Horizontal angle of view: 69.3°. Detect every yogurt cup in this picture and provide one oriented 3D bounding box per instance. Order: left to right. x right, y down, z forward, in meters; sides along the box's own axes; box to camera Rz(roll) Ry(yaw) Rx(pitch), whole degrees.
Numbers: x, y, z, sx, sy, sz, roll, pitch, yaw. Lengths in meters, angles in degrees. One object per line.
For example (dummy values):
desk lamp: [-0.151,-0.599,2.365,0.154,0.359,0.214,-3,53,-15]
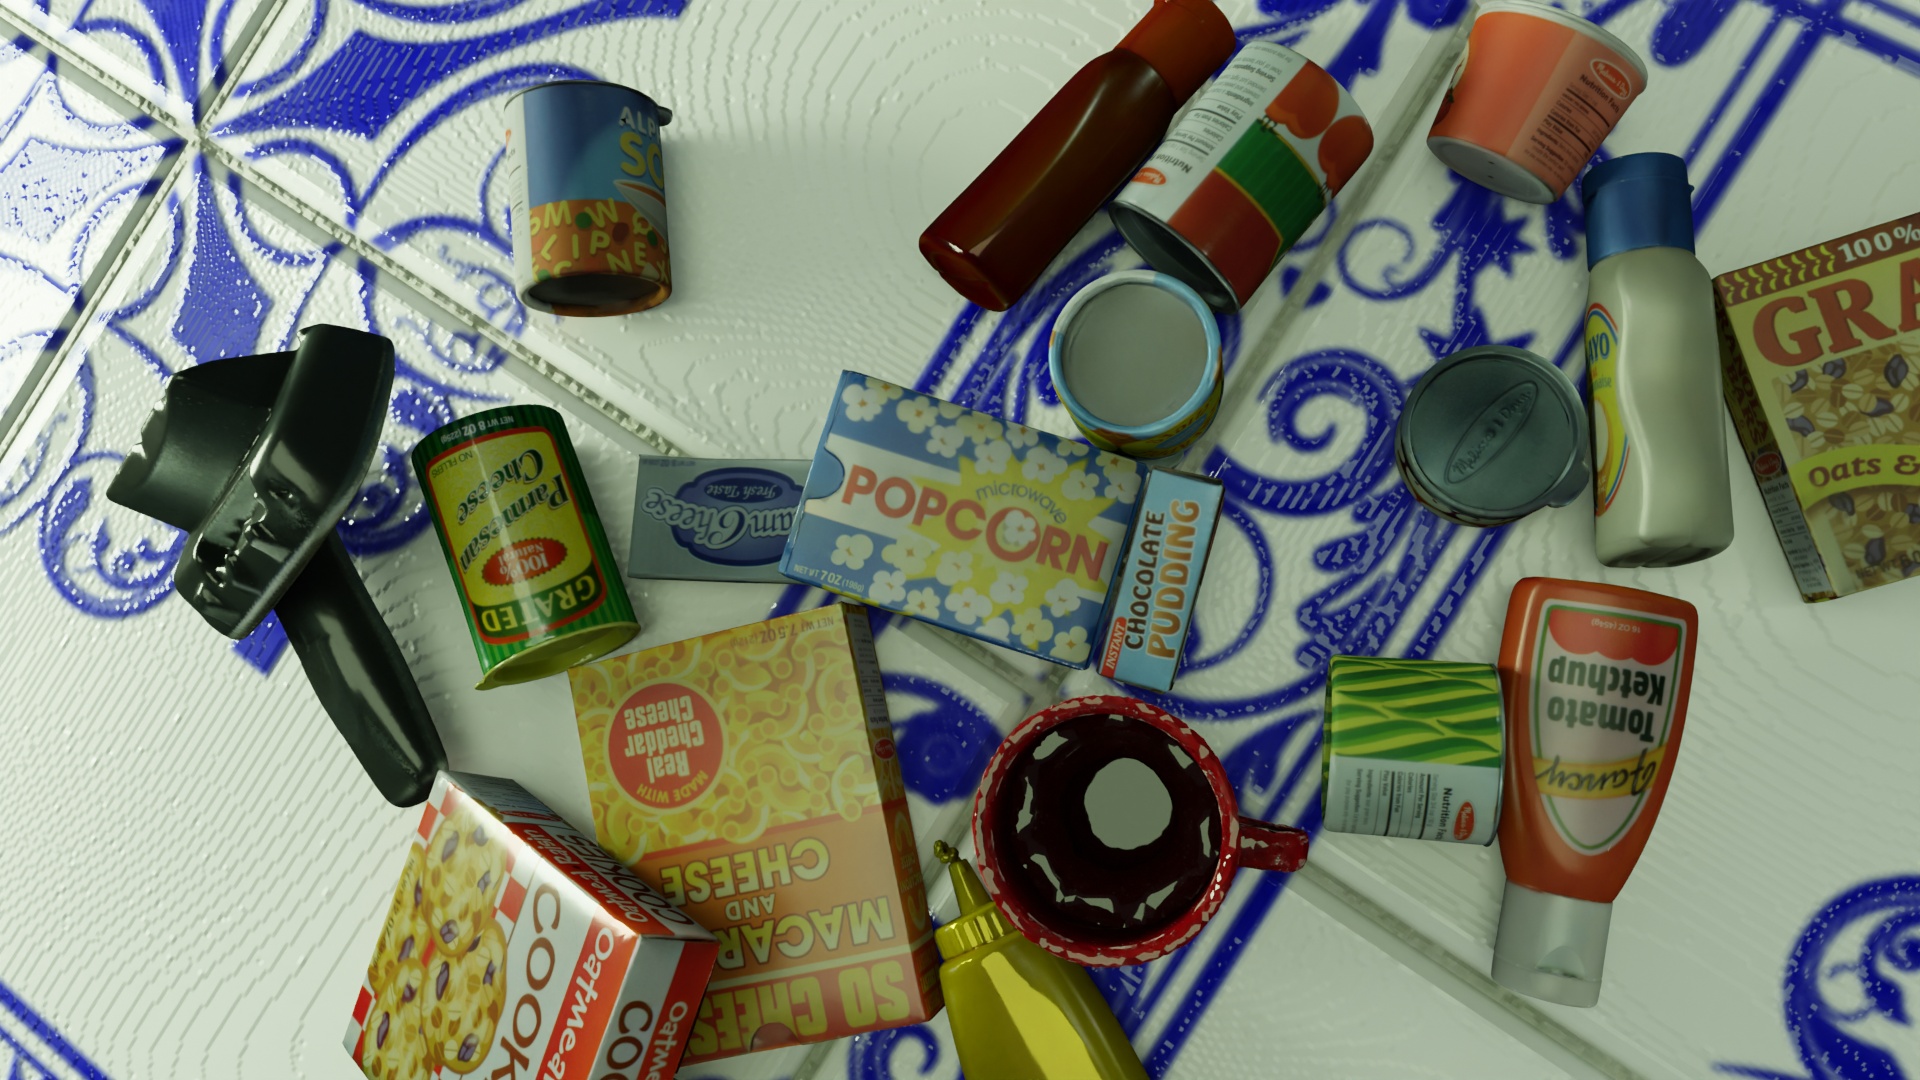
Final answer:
yogurt cup: [0.215,-0.164,0.527,0.072,0.072,0.054,30,99,13]

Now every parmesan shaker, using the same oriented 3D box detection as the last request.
parmesan shaker: [-0.187,0.003,0.587,0.071,0.071,0.103,-24,80,8]

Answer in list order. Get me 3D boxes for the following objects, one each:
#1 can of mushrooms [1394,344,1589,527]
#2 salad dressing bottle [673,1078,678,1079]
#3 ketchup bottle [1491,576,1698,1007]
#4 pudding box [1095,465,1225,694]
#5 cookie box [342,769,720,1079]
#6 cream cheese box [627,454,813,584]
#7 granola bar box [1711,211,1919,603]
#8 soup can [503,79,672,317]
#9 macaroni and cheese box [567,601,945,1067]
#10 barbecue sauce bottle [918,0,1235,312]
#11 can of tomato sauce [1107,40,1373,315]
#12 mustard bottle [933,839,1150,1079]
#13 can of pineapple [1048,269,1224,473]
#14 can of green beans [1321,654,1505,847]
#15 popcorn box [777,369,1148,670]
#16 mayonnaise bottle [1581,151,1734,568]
can of mushrooms: [0.203,-0.037,0.530,0.071,0.033,0.071,-1,83,11]
salad dressing bottle: [-0.101,0.256,0.554,0.148,0.044,0.064,16,91,12]
ketchup bottle: [0.223,0.090,0.506,0.065,0.043,0.149,10,86,8]
pudding box: [0.079,0.016,0.540,0.030,0.049,0.083,15,88,11]
cookie box: [-0.171,0.177,0.538,0.167,0.040,0.123,18,88,45]
cream cheese box: [-0.088,-0.008,0.590,0.104,0.024,0.053,2,85,12]
granola bar box: [0.369,-0.060,0.495,0.165,0.039,0.124,-17,81,9]
soup can: [-0.158,-0.146,0.600,0.071,0.071,0.084,-7,83,11]
macaroni and cheese box: [-0.084,0.120,0.567,0.123,0.040,0.166,-14,81,11]
barbecue sauce bottle: [0.049,-0.160,0.563,0.148,0.065,0.043,-47,115,-4]
can of tomato sauce: [0.110,-0.140,0.543,0.071,0.071,0.083,40,90,13]
mustard bottle: [0.028,0.187,0.532,0.065,0.049,0.160,-26,79,8]
can of pineapple: [0.071,-0.066,0.547,0.071,0.058,0.071,-1,84,11]
can of green beans: [0.163,0.076,0.508,0.058,0.071,0.071,3,85,13]
popcorn box: [0.002,-0.007,0.550,0.127,0.038,0.085,17,86,-1]
mayonnaise bottle: [0.252,-0.066,0.510,0.041,0.064,0.148,-1,80,9]
